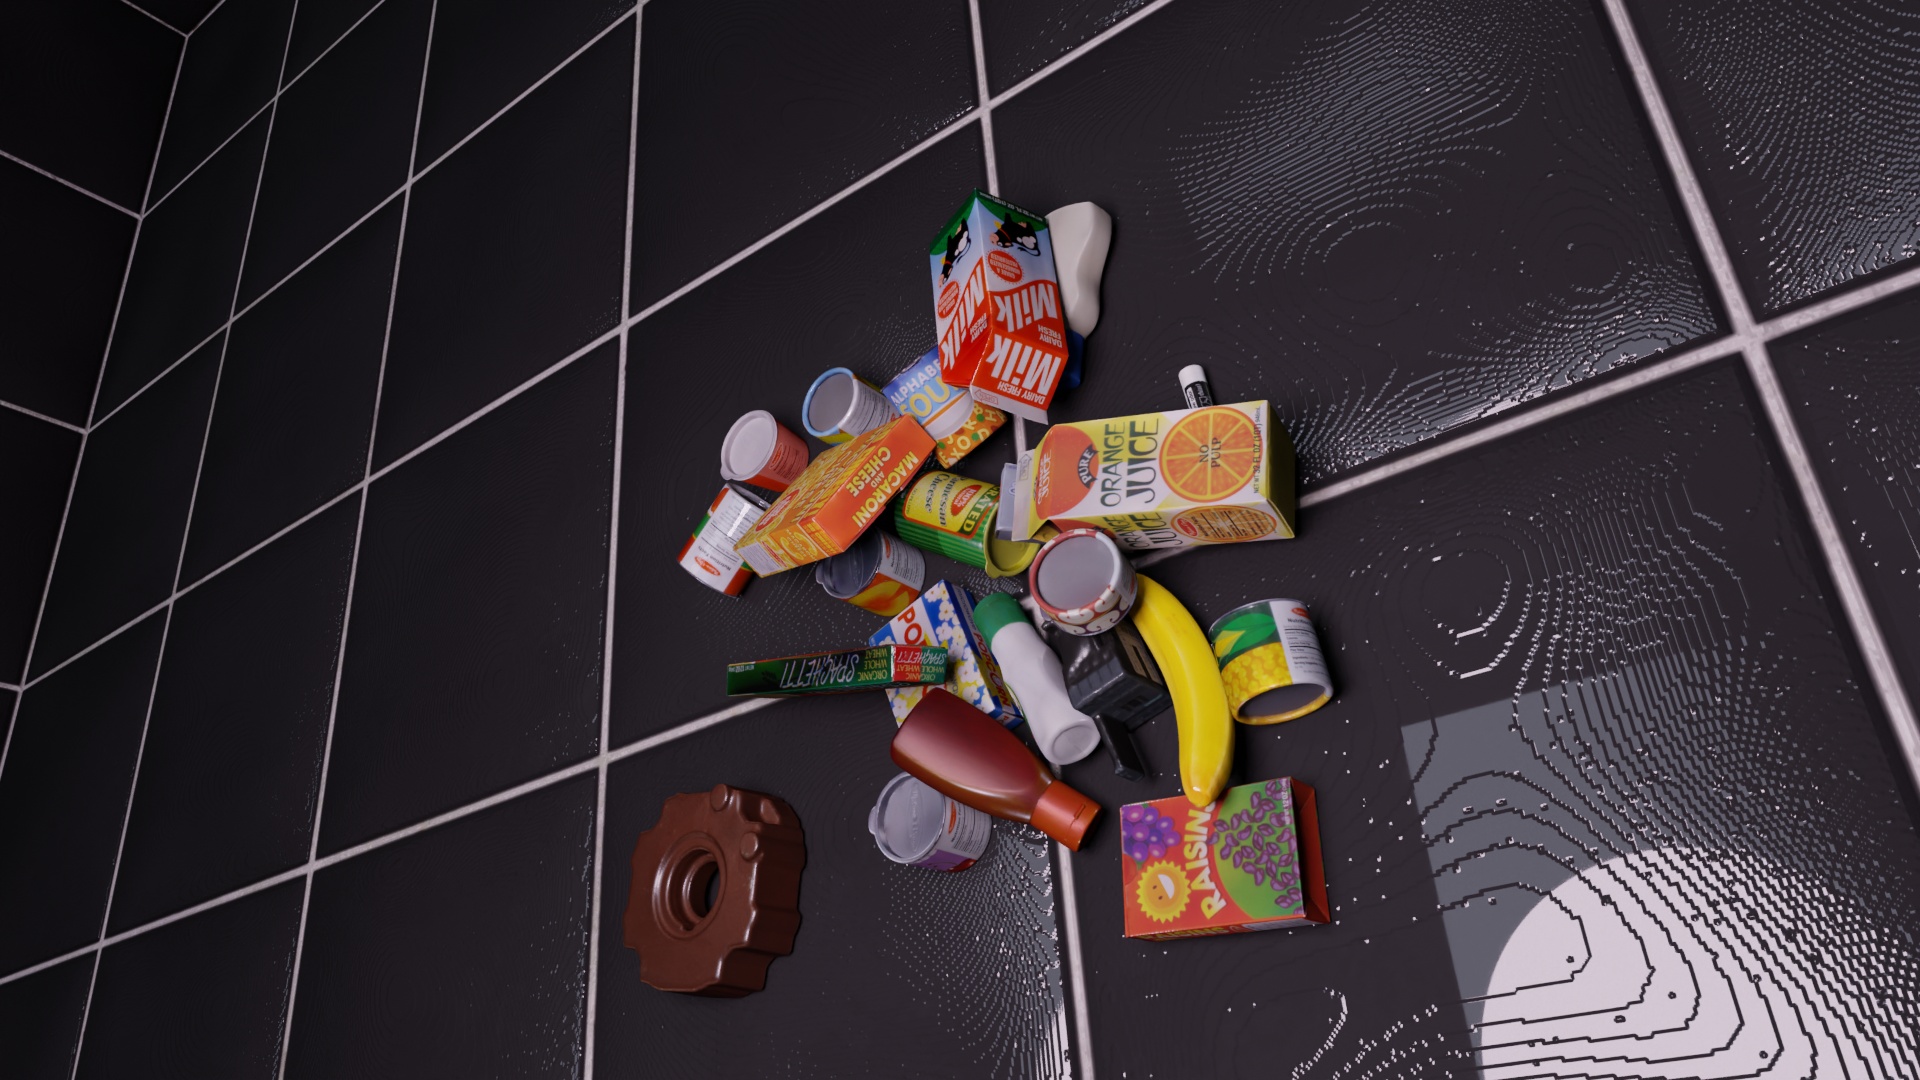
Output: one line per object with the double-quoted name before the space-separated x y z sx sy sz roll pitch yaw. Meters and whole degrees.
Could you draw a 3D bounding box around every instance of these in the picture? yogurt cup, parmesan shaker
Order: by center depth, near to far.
"parmesan shaker" 0.004 -0.014 1.080 0.103 0.071 0.071 16 82 43
"yogurt cup" -0.176 -0.079 1.269 0.072 0.054 0.072 -17 61 34

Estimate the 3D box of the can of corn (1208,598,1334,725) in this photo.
"can of corn" 0.195 0.079 0.883 0.071 0.071 0.058 -28 55 28

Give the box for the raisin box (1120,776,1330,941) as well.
"raisin box" 0.163 0.203 0.872 0.123 0.040 0.086 -18 61 34

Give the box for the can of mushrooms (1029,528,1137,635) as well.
"can of mushrooms" 0.079 0.028 0.926 0.071 0.033 0.071 -14 56 21

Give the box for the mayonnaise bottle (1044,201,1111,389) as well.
"mayonnaise bottle" 0.085 -0.195 1.114 0.064 0.041 0.148 -10 66 45

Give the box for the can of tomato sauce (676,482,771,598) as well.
"can of tomato sauce" -0.205 -0.001 1.252 0.071 0.071 0.083 38 96 43

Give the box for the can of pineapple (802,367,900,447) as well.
"can of pineapple" -0.097 -0.111 1.215 0.071 0.058 0.071 -17 61 34

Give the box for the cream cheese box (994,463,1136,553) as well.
"cream cheese box" 0.079 -0.023 1.013 0.104 0.024 0.053 6 69 0

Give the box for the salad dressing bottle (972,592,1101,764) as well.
"salad dressing bottle" 0.052 0.095 1.001 0.044 0.064 0.148 -38 42 6

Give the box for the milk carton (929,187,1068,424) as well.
"milk carton" 0.029 -0.174 1.078 0.073 0.072 0.191 -43 42 43

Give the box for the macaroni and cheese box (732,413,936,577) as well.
"macaroni and cheese box" -0.104 -0.034 1.128 0.124 0.040 0.166 -51 18 -26

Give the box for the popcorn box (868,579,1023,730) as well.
"popcorn box" -0.013 0.105 1.062 0.085 0.038 0.127 -39 51 20

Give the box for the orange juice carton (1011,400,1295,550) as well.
"orange juice carton" 0.125 -0.039 0.947 0.192 0.073 0.072 -5 67 26

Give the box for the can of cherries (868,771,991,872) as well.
"can of cherries" -0.022 0.205 1.011 0.071 0.058 0.072 -16 62 34

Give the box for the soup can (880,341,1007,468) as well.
"soup can" -0.013 -0.109 1.111 0.071 0.071 0.083 -38 94 21

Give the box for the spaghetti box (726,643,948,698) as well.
"spaghetti box" -0.103 0.104 1.088 0.249 0.050 0.029 -12 74 51

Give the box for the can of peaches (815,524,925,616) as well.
"can of peaches" -0.073 0.024 1.135 0.071 0.058 0.071 -17 62 34

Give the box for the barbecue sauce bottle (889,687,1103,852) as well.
"barbecue sauce bottle" 0.027 0.163 0.965 0.149 0.043 0.065 28 60 20
